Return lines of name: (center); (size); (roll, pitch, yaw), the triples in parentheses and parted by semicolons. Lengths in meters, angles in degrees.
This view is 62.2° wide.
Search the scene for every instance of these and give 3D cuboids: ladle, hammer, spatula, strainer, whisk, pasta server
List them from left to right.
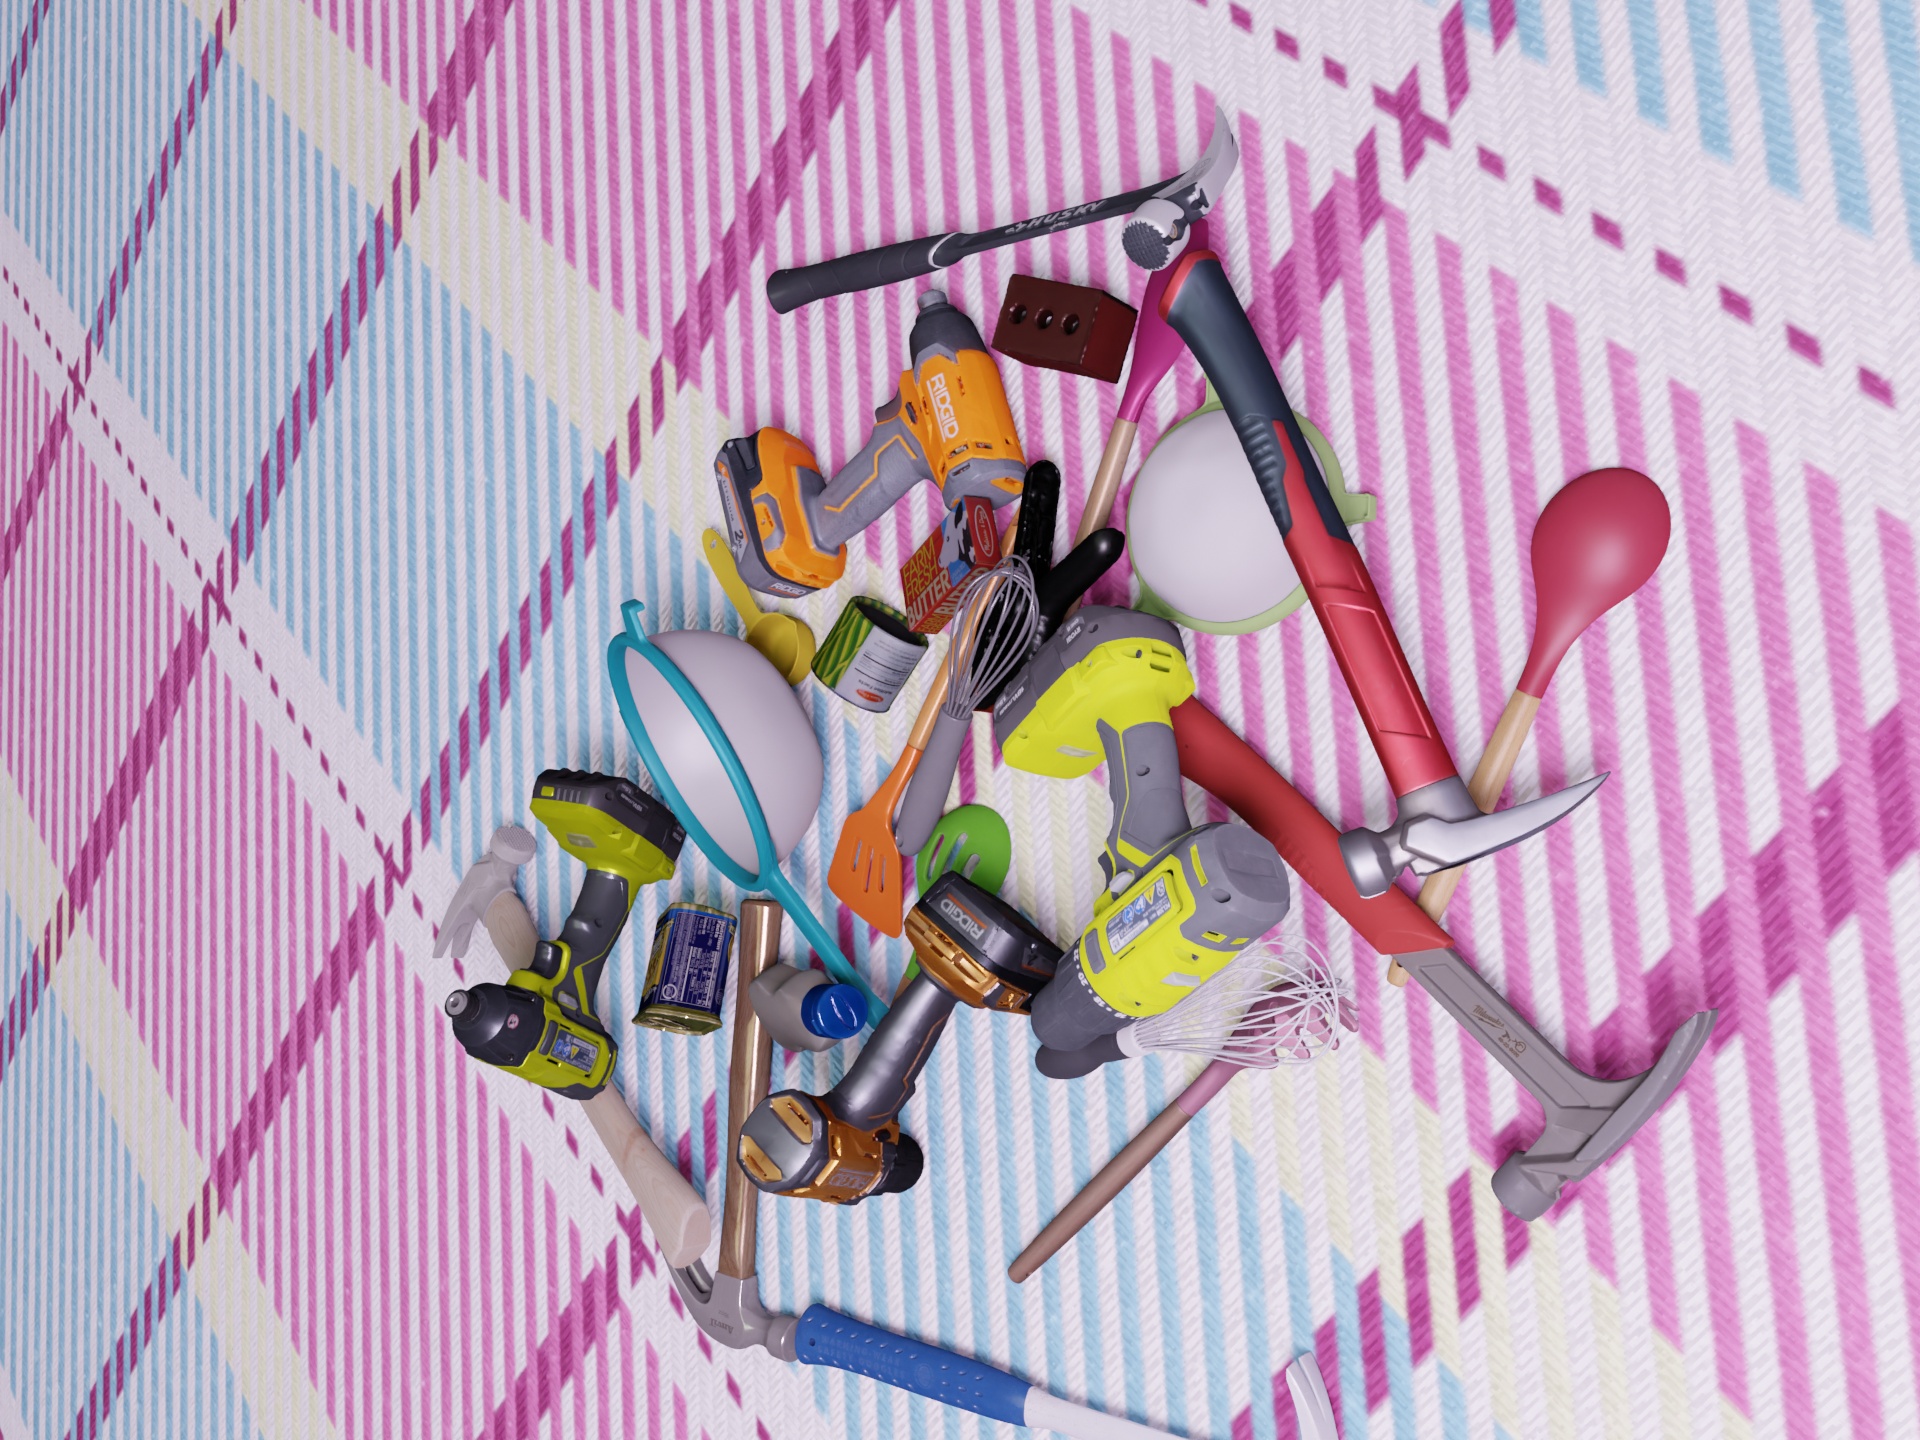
hammer: (-0.317, 0.273, 1.287); (0.411, 0.038, 0.146); (49, 115, 34)
hammer: (-0.163, 0.301, 1.199); (0.130, 0.031, 0.331); (2, 87, 36)
strainer: (-0.126, 0.061, 1.143); (0.340, 0.095, 0.211); (52, 156, 13)
spatula: (-0.016, -0.002, 1.122); (0.081, 0.041, 0.322); (32, 101, 35)
whisk: (0.000, -0.003, 1.043); (0.055, 0.055, 0.238); (41, 126, 31)
hammer: (0.009, -0.331, 1.092); (0.409, 0.036, 0.149); (2, 45, 43)
hammer: (0.056, 0.440, 1.027); (0.406, 0.035, 0.144); (2, 88, 36)
strainer: (0.124, -0.091, 0.996); (0.256, 0.069, 0.152); (-51, 60, 20)
pasta server: (0.126, 0.262, 0.988); (0.316, 0.060, 0.040); (-52, 41, 25)
whisk: (0.124, 0.182, 0.942); (0.284, 0.070, 0.070); (-31, 67, 54)
hammer: (0.216, -0.105, 0.893); (0.143, 0.038, 0.386); (-23, 73, 10)
hammer: (0.238, 0.096, 0.901); (0.359, 0.036, 0.149); (48, 118, 33)
ladle: (0.305, 0.008, 0.886); (0.069, 0.031, 0.315); (28, 105, 32)

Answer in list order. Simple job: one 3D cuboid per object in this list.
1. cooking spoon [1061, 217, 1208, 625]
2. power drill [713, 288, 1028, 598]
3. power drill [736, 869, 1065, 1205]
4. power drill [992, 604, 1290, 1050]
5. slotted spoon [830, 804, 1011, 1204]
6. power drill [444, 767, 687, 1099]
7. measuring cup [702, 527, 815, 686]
cooking spoon: (0.101, -0.172, 1.043); (0.069, 0.017, 0.319); (38, 114, 60)
power drill: (-0.066, -0.197, 1.139); (0.226, 0.084, 0.164); (-24, 71, 29)
power drill: (-0.026, 0.222, 1.043); (0.084, 0.185, 0.226); (38, 89, 32)
power drill: (0.088, 0.066, 0.933); (0.190, 0.080, 0.229); (-47, 41, 39)
slotted spoon: (-0.039, 0.205, 1.120); (0.070, 0.031, 0.313); (27, 104, 30)
power drill: (-0.296, 0.156, 1.191); (0.080, 0.171, 0.223); (5, 66, 25)
measuring cup: (-0.158, -0.090, 1.229); (0.062, 0.029, 0.157); (-45, 60, 25)
